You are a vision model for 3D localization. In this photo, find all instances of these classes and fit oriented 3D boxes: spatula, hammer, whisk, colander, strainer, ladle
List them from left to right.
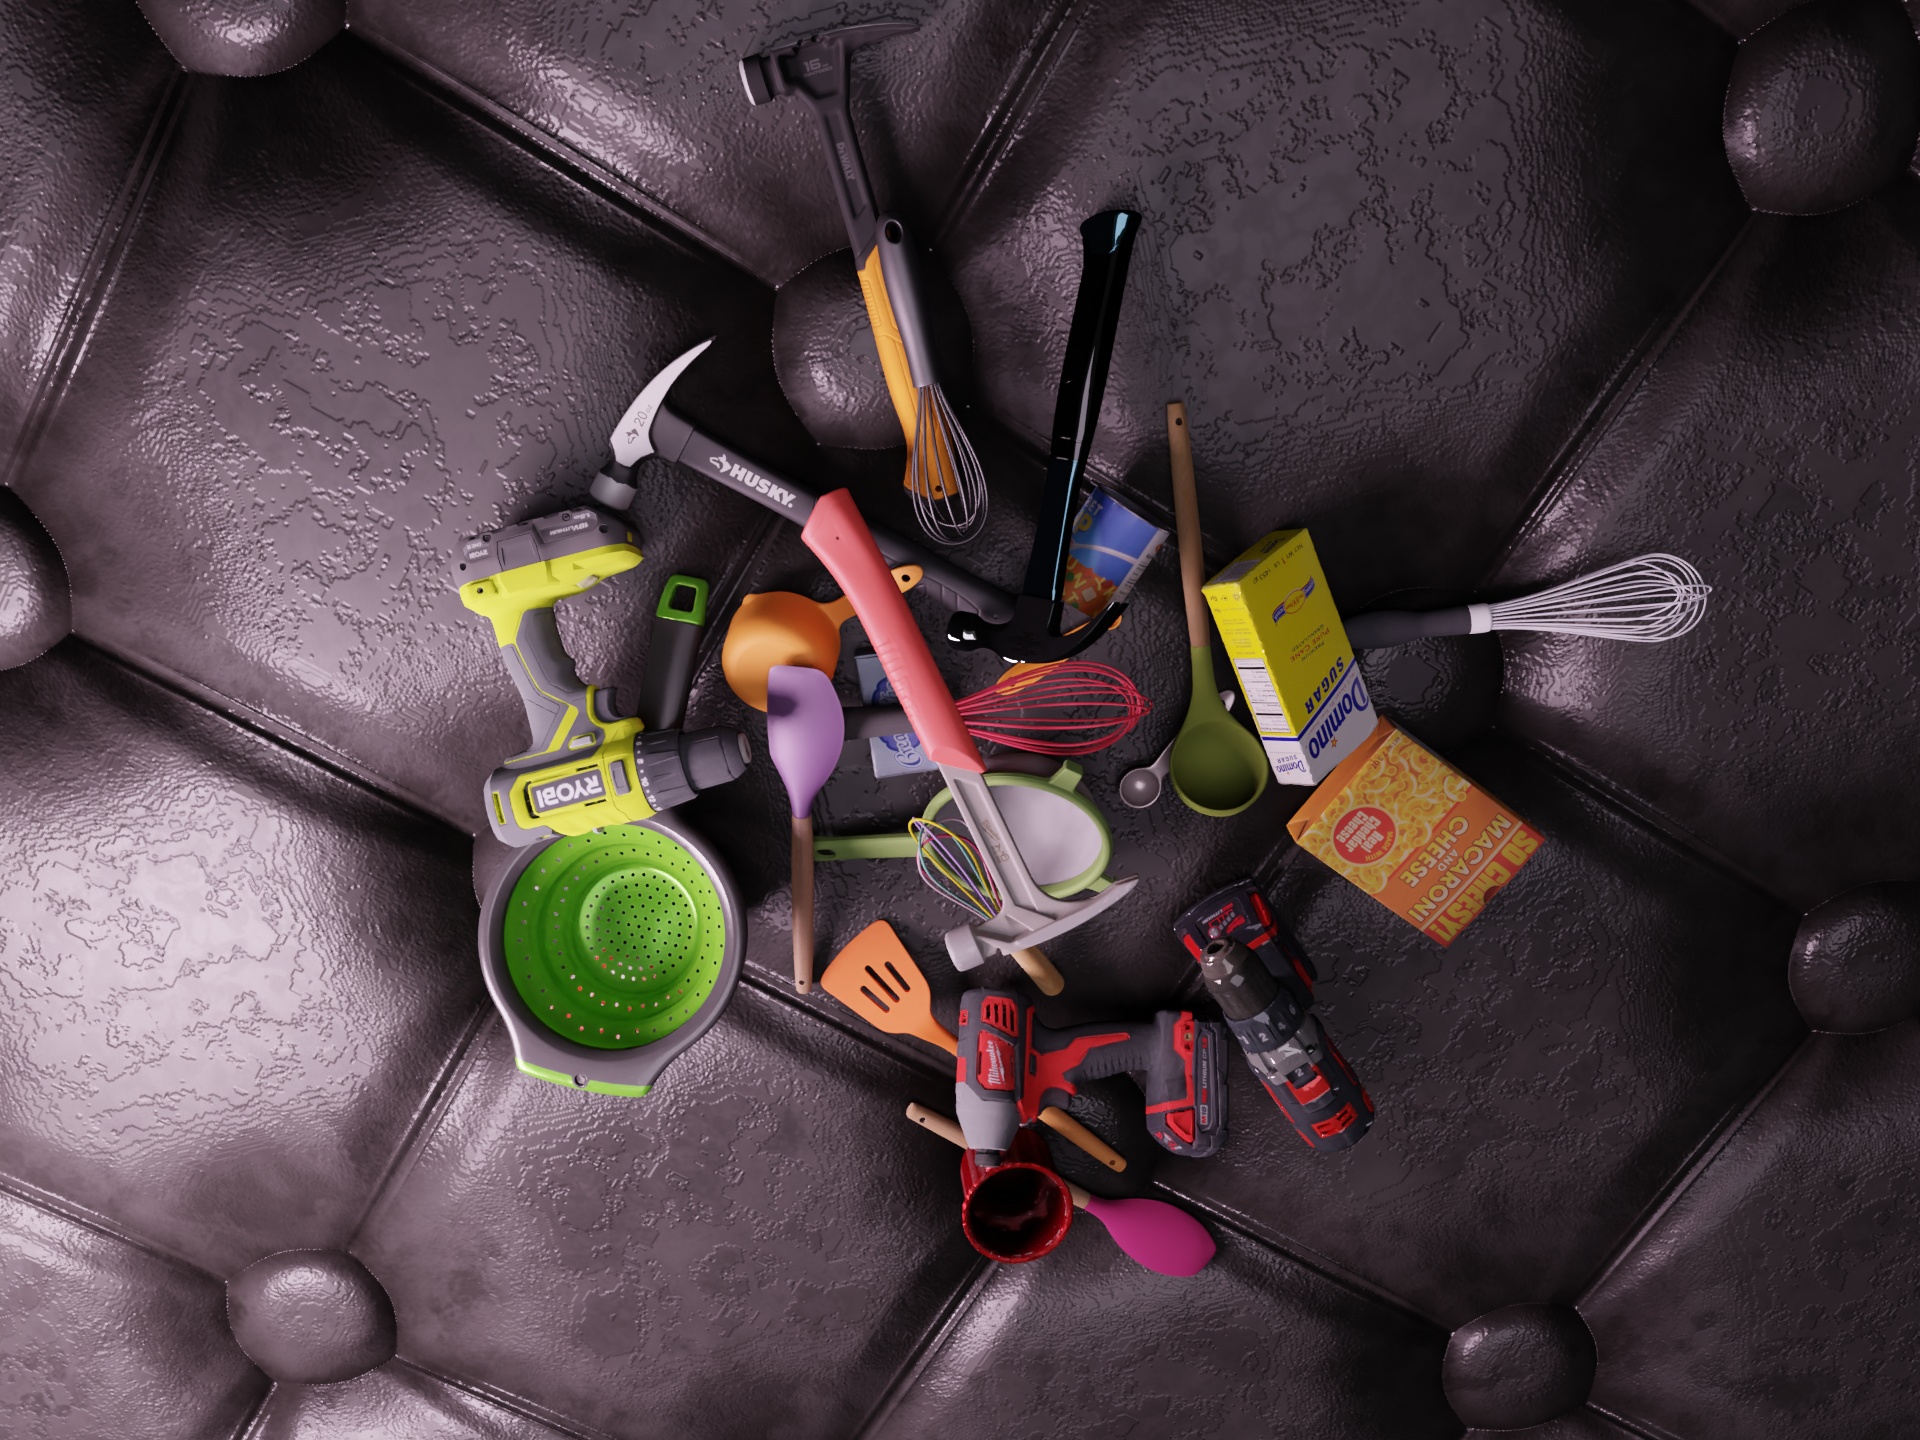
[{"bbox_3d":[-0.246,0.085,1.246,0.204,0.094,0.397,12,88,2],"label":"colander"},{"bbox_3d":[-0.122,0.094,1.252,0.060,0.018,0.315,8,123,6],"label":"spatula"},{"bbox_3d":[-0.097,-0.156,1.195,0.334,0.035,0.146,27,106,-11],"label":"hammer"},{"bbox_3d":[-0.049,-0.318,1.142,0.127,0.034,0.336,-15,109,4],"label":"hammer"},{"bbox_3d":[-0.026,-0.240,1.131,0.055,0.055,0.239,-13,105,2],"label":"whisk"},{"bbox_3d":[-0.009,-0.005,1.156,0.149,0.037,0.359,-25,92,5],"label":"hammer"},{"bbox_3d":[-0.003,0.077,1.272,0.256,0.069,0.151,-5,135,18],"label":"strainer"},{"bbox_3d":[-0.002,-0.004,1.212,0.296,0.073,0.073,-4,109,6],"label":"whisk"},{"bbox_3d":[0.024,0.293,1.363,0.322,0.041,0.081,40,102,-18],"label":"spatula"},{"bbox_3d":[0.027,0.152,1.262,0.047,0.051,0.244,-19,133,20],"label":"whisk"},{"bbox_3d":[0.079,-0.202,1.152,0.128,0.033,0.331,14,97,24],"label":"hammer"},{"bbox_3d":[0.184,-0.082,1.216,0.078,0.062,0.320,-9,104,-5],"label":"ladle"},{"bbox_3d":[0.435,-0.083,1.235,0.284,0.070,0.070,-6,109,5],"label":"whisk"}]

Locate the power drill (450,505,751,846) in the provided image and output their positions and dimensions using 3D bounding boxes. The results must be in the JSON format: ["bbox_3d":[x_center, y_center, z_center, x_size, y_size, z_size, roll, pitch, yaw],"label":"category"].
[{"bbox_3d":[-0.268,-0.035,1.167,0.190,0.080,0.228,-15,88,3],"label":"power drill"}]

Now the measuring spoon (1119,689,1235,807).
[{"bbox_3d":[0.174,0.020,1.281,0.034,0.018,0.124,42,96,-18],"label":"measuring spoon"}]

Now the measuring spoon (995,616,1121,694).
[{"bbox_3d":[0.076,-0.055,1.252,0.117,0.011,0.021,-34,107,13],"label":"measuring spoon"}]

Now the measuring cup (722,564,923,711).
[{"bbox_3d":[-0.103,-0.065,1.194,0.173,0.052,0.095,-26,118,23],"label":"measuring cup"}]

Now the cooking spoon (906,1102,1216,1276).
[{"bbox_3d":[0.090,0.414,1.408,0.318,0.017,0.068,30,108,-12],"label":"cooking spoon"}]

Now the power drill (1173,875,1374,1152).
[{"bbox_3d":[0.230,0.207,1.231,0.080,0.227,0.187,-34,107,9],"label":"power drill"}]

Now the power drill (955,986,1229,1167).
[{"bbox_3d":[0.104,0.299,1.306,0.219,0.078,0.143,6,72,-7],"label":"power drill"}]
